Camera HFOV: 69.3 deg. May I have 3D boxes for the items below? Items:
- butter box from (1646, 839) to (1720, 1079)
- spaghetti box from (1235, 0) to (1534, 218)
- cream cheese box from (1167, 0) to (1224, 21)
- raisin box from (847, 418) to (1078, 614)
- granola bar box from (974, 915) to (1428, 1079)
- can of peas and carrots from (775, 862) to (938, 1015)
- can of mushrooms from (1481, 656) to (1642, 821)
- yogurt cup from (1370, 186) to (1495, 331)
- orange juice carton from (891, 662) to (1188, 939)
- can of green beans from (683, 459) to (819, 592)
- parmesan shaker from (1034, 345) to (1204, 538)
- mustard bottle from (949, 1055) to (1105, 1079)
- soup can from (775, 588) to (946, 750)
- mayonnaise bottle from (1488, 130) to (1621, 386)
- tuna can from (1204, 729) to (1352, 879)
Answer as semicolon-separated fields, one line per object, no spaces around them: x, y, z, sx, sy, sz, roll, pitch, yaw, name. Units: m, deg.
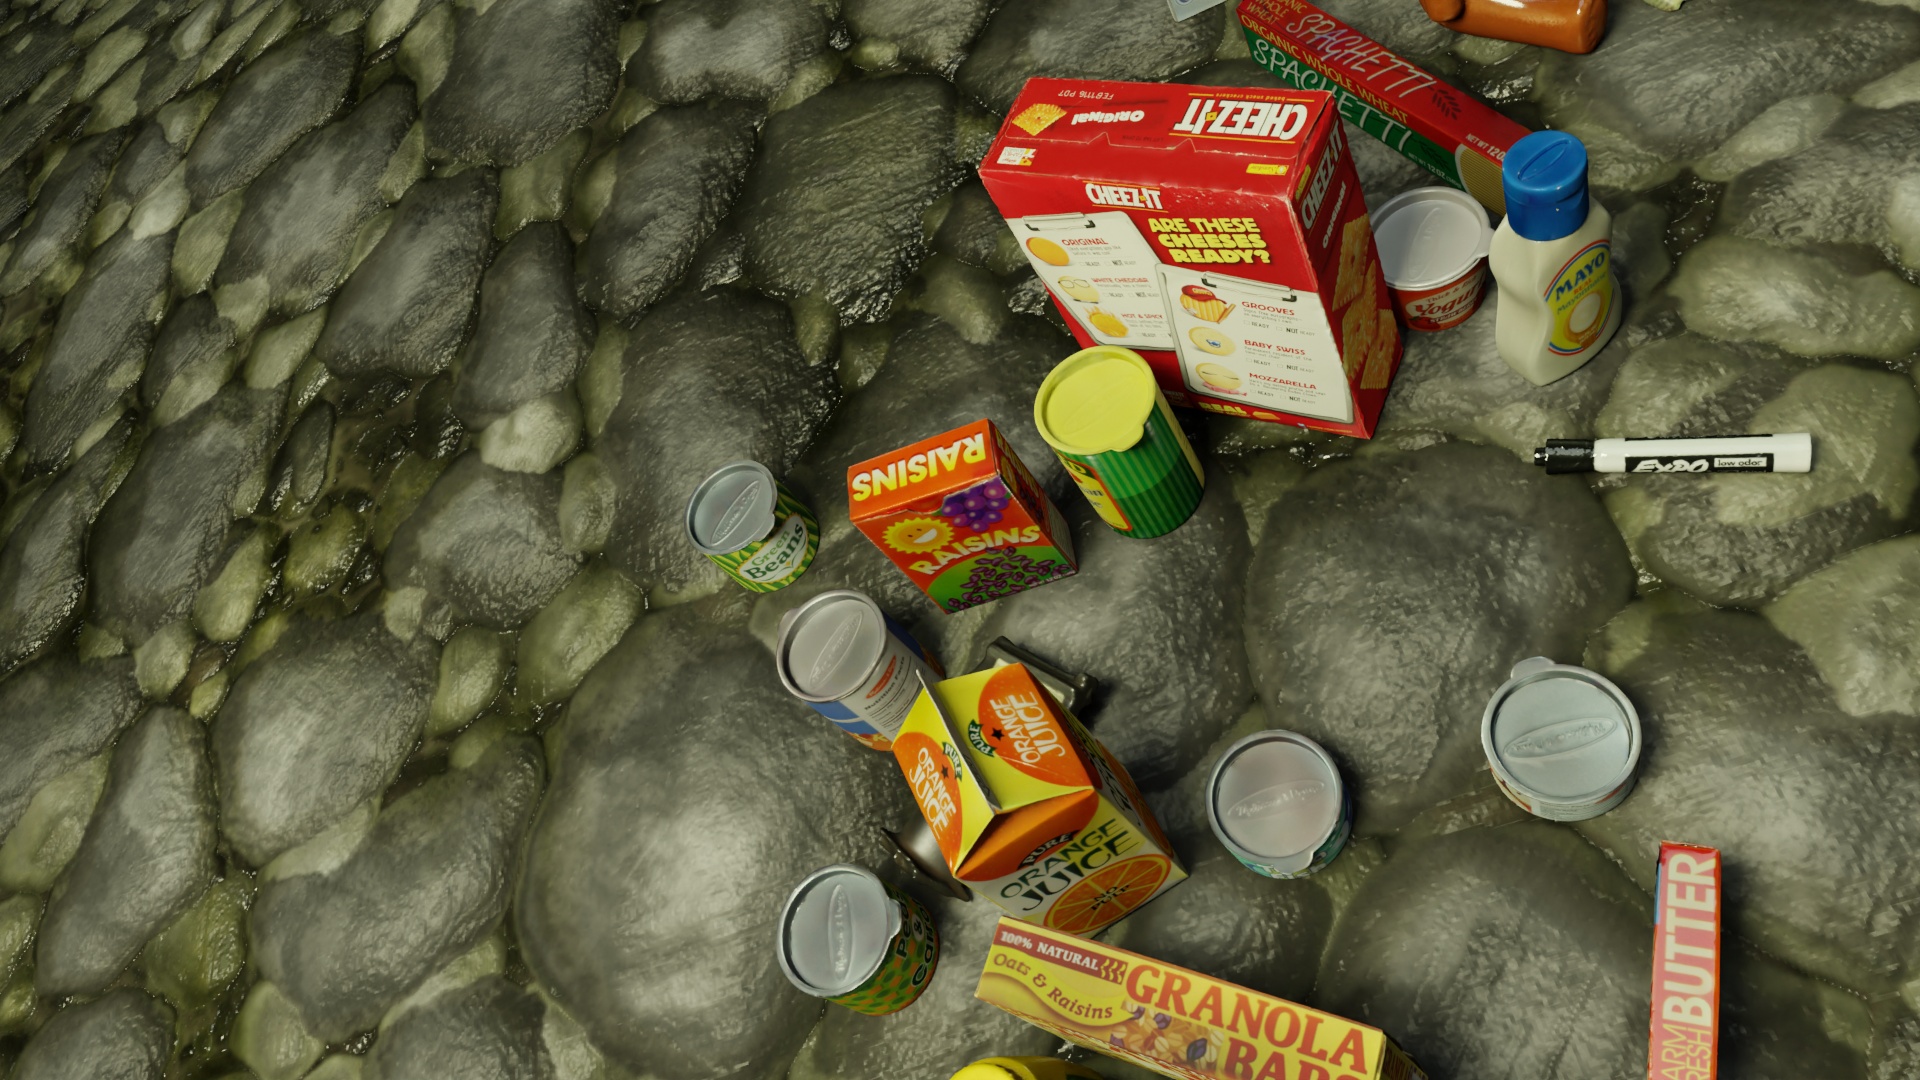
0.294;0.179;0.563;0.024;0.053;0.104;2;64;27;butter box
0.257;-0.266;0.834;0.028;0.050;0.251;-41;53;1;spaghetti box
0.185;-0.398;0.942;0.103;0.053;0.024;-20;56;15;cream cheese box
0.003;-0.010;0.768;0.086;0.123;0.040;-18;57;17;raisin box
0.105;0.211;0.593;0.165;0.124;0.039;9;68;30;granola bar box
-0.050;0.205;0.713;0.071;0.058;0.071;-12;59;20;can of peas and carrots
0.274;0.091;0.635;0.071;0.033;0.071;-12;59;20;can of mushrooms
0.259;-0.152;0.767;0.072;0.053;0.073;-12;59;20;yogurt cup
0.033;0.120;0.637;0.073;0.192;0.072;-34;54;6;orange juice carton
-0.130;-0.008;0.873;0.071;0.057;0.071;-12;59;20;can of green beans
0.090;-0.049;0.761;0.071;0.103;0.071;-12;59;20;parmesan shaker
0.027;0.250;0.587;0.049;0.160;0.065;-16;58;18;mustard bottle
-0.055;0.072;0.775;0.071;0.083;0.071;-12;59;20;soup can
0.292;-0.138;0.685;0.065;0.147;0.041;-39;53;2;mayonnaise bottle
0.155;0.130;0.671;0.071;0.032;0.071;-12;59;20;tuna can
